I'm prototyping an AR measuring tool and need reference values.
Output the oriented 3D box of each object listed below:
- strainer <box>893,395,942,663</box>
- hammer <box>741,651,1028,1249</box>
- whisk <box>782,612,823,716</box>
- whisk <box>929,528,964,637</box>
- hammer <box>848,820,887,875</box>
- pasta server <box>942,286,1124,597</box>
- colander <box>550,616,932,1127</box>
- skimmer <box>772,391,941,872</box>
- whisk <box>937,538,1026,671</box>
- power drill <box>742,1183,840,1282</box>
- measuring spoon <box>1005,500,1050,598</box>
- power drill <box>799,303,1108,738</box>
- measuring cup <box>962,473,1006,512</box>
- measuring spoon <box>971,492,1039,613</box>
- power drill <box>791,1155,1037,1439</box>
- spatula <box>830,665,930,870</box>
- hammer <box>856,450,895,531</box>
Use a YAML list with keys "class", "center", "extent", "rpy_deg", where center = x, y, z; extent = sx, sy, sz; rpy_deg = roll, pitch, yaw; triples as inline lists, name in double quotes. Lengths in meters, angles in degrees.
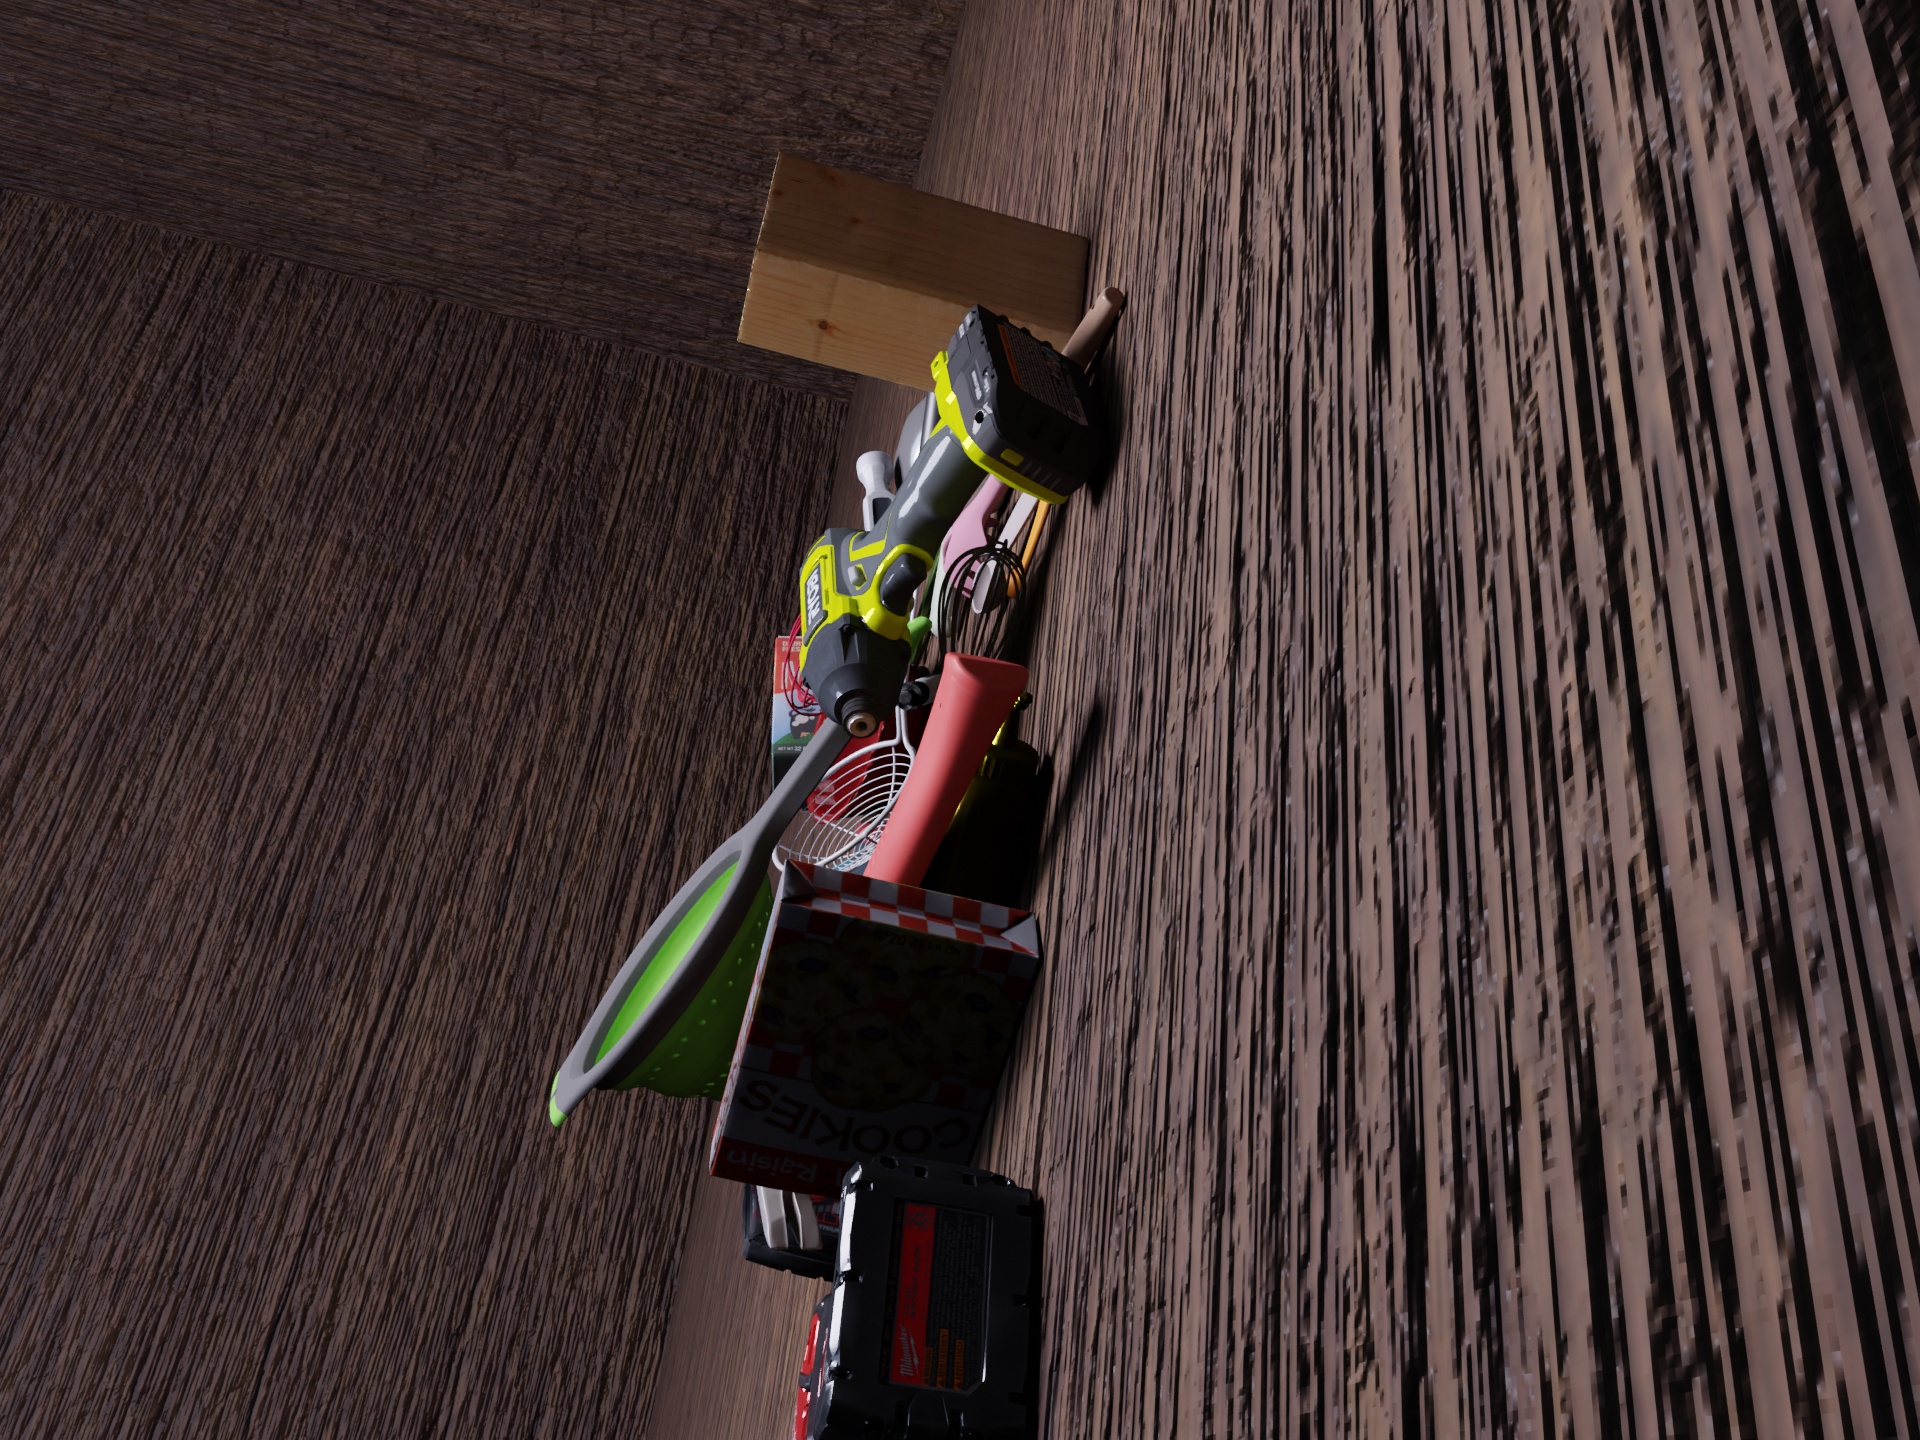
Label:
- class: "strainer"
  center: [-0.033, -0.173, 1.336]
  extent: [0.152, 0.069, 0.256]
  rpy_deg: [-103, 29, -70]
- class: "hammer"
  center: [-0.046, 0.114, 0.815]
  extent: [0.149, 0.036, 0.358]
  rpy_deg: [-108, 34, -46]
- class: "whisk"
  center: [-0.054, -0.135, 1.219]
  extent: [0.296, 0.073, 0.073]
  rpy_deg: [-62, 9, -2]
- class: "whisk"
  center: [0.008, -0.183, 1.196]
  extent: [0.057, 0.059, 0.246]
  rpy_deg: [-3, -75, -61]
- class: "hammer"
  center: [-0.117, 0.234, 1.310]
  extent: [0.143, 0.038, 0.386]
  rpy_deg: [55, 134, 31]
- class: "pasta server"
  center: [0.043, -0.168, 1.011]
  extent: [0.316, 0.040, 0.060]
  rpy_deg: [127, 155, -60]
- class: "colander"
  center: [-0.113, 0.112, 1.042]
  extent: [0.397, 0.094, 0.204]
  rpy_deg: [-54, 12, -5]
- class: "skimmer"
  center: [-0.063, -0.067, 1.132]
  extent: [0.127, 0.090, 0.363]
  rpy_deg: [15, 98, 61]
- class: "whisk"
  center: [-0.001, -0.003, 0.993]
  extent: [0.055, 0.055, 0.238]
  rpy_deg: [-95, 15, -63]
- class: "power drill"
  center: [-0.067, 0.226, 0.982]
  extent: [0.188, 0.080, 0.227]
  rpy_deg: [-151, 77, -81]
- class: "measuring spoon"
  center: [0.045, -0.126, 0.972]
  extent: [0.021, 0.011, 0.116]
  rpy_deg: [-92, 17, -58]
- class: "power drill"
  center: [-0.017, -0.106, 0.900]
  extent: [0.223, 0.080, 0.171]
  rpy_deg: [-52, 27, 28]
- class: "measuring cup"
  center: [0.024, -0.185, 1.094]
  extent: [0.167, 0.038, 0.083]
  rpy_deg: [175, 105, -81]
- class: "measuring spoon"
  center: [0.038, -0.116, 1.016]
  extent: [0.034, 0.018, 0.124]
  rpy_deg: [-101, 30, -42]
- class: "power drill"
  center: [-0.032, 0.291, 0.679]
  extent: [0.219, 0.078, 0.143]
  rpy_deg: [109, 170, -48]
- class: "spatula"
  center: [-0.085, 0.075, 1.398]
  extent: [0.082, 0.044, 0.317]
  rpy_deg: [-94, 19, -51]
- class: "hammer"
  center: [-0.074, -0.076, 1.392]
  extent: [0.330, 0.033, 0.128]
  rpy_deg: [97, 167, -56]
